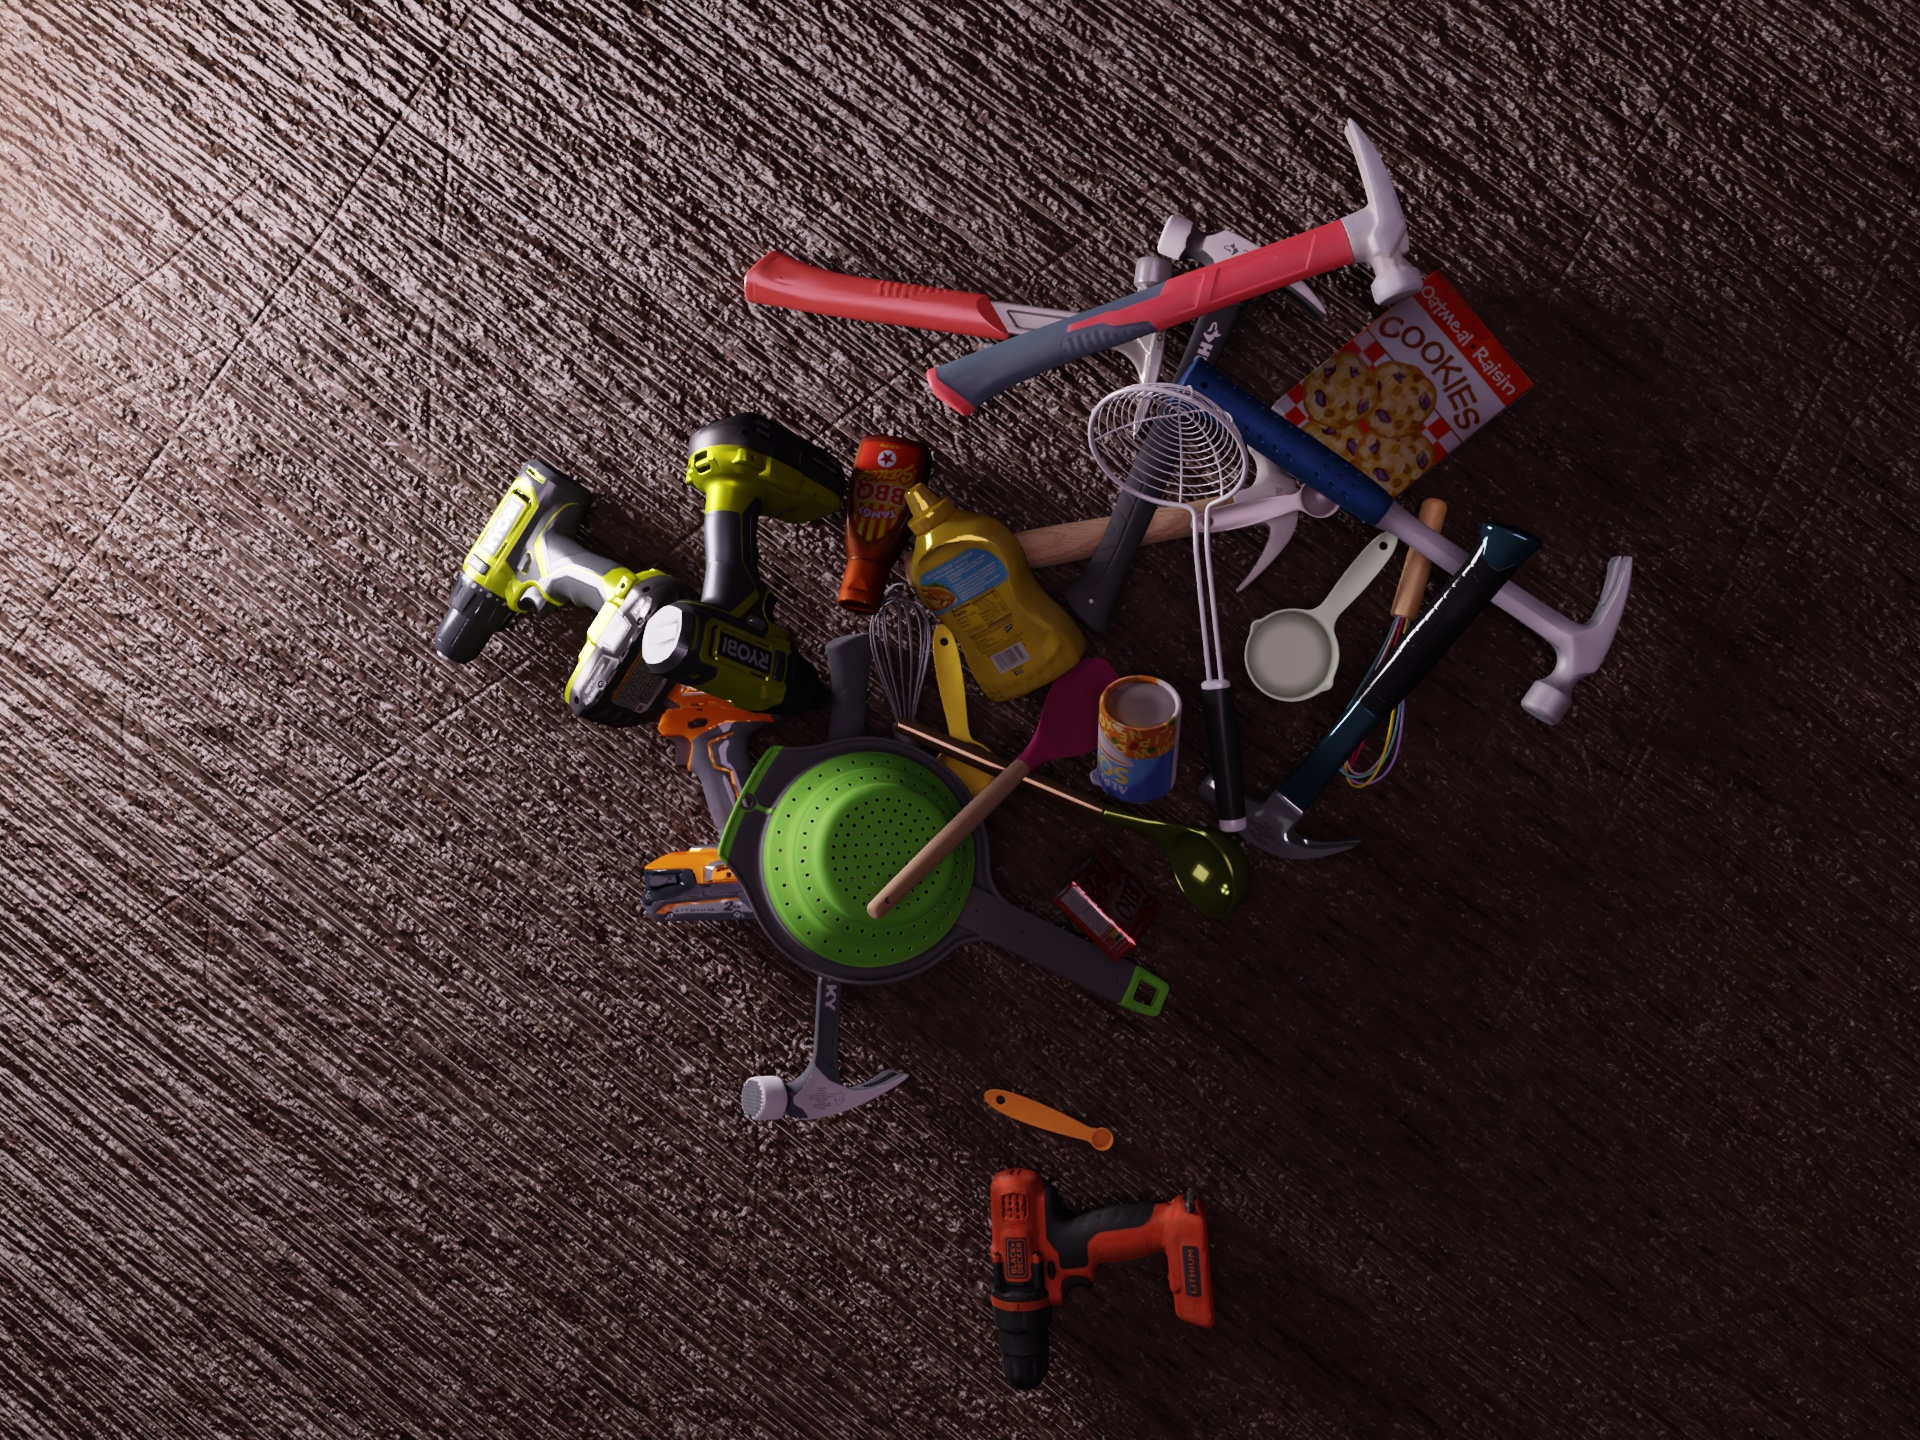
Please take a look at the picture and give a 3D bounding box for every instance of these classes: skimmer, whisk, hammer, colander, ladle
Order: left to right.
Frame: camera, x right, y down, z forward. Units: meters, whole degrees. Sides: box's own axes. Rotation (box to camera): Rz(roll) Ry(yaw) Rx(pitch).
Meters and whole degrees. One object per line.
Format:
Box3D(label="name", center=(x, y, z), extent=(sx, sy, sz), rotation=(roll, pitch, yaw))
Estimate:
Box3D(label="hammer", center=(-0.100, 0.127, 1.343), extent=(0.036, 0.149, 0.409), rotation=(-3, 81, 51))
Box3D(label="whisk", center=(-0.044, 0.003, 1.353), extent=(0.055, 0.055, 0.239), rotation=(-4, 96, 7))
Box3D(label="hammer", center=(-0.007, -0.336, 1.343), extent=(0.359, 0.036, 0.149), rotation=(9, 93, 7))
Box3D(label="colander", center=(0.005, 0.145, 1.281), extent=(0.397, 0.094, 0.204), rotation=(27, 77, -9))
Box3D(label="ladle", center=(0.090, 0.074, 1.313), extent=(0.320, 0.078, 0.062), rotation=(23, 50, 1))
Box3D(label="hammer", center=(0.117, -0.152, 1.334), extent=(0.331, 0.031, 0.130), rotation=(-10, 90, 8))
Box3D(label="hammer", center=(0.154, -0.341, 1.253), extent=(0.386, 0.038, 0.143), rotation=(-18, 88, 8))
Box3D(label="hammer", center=(0.172, -0.228, 1.290), extent=(0.146, 0.035, 0.335), rotation=(24, 94, 6))
Box3D(label="skimmer", center=(0.178, -0.081, 1.241), extent=(0.127, 0.090, 0.363), rotation=(-1, 103, 37))
Box3D(label="hammer", center=(0.329, -0.022, 1.247), extent=(0.128, 0.033, 0.331), rotation=(42, 117, 14))
Box3D(label="whisk", center=(0.354, -0.064, 1.303), extent=(0.051, 0.047, 0.245), rotation=(16, 89, 8))
Box3D(label="hammer", center=(0.347, -0.164, 1.260), extent=(0.405, 0.035, 0.144), rotation=(33, 92, -5))

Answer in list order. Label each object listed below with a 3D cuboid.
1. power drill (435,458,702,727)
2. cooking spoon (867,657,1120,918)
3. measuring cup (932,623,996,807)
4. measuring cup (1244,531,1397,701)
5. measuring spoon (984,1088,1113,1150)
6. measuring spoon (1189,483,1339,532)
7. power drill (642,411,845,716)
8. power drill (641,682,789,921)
Box3D(label="power drill", center=(-0.338, -0.092, 1.345), extent=(0.229, 0.080, 0.190), rotation=(36, 95, 28))
Box3D(label="cooking spoon", center=(0.033, 0.052, 1.263), extent=(0.319, 0.017, 0.068), rotation=(-43, 102, -33))
Box3D(label="measuring cup", center=(-0.002, -0.004, 1.353), extent=(0.062, 0.029, 0.156), rotation=(-9, 91, 6))
Box3D(label="measuring cup", center=(0.301, -0.088, 1.310), extent=(0.083, 0.038, 0.167), rotation=(40, 94, 5))
Box3D(label="measuring spoon", center=(0.076, 0.341, 1.365), extent=(0.117, 0.011, 0.021), rotation=(19, 94, 10))
Box3D(label="measuring spoon", center=(0.248, -0.173, 1.295), extent=(0.124, 0.018, 0.034), rotation=(-12, 97, 7))
Box3D(label="power drill", center=(-0.164, -0.120, 1.293), extent=(0.080, 0.171, 0.223), rotation=(-12, 66, 41))
Box3D(label="power drill", center=(-0.223, 0.055, 1.361), extent=(0.164, 0.084, 0.226), rotation=(-2, 87, 9))
